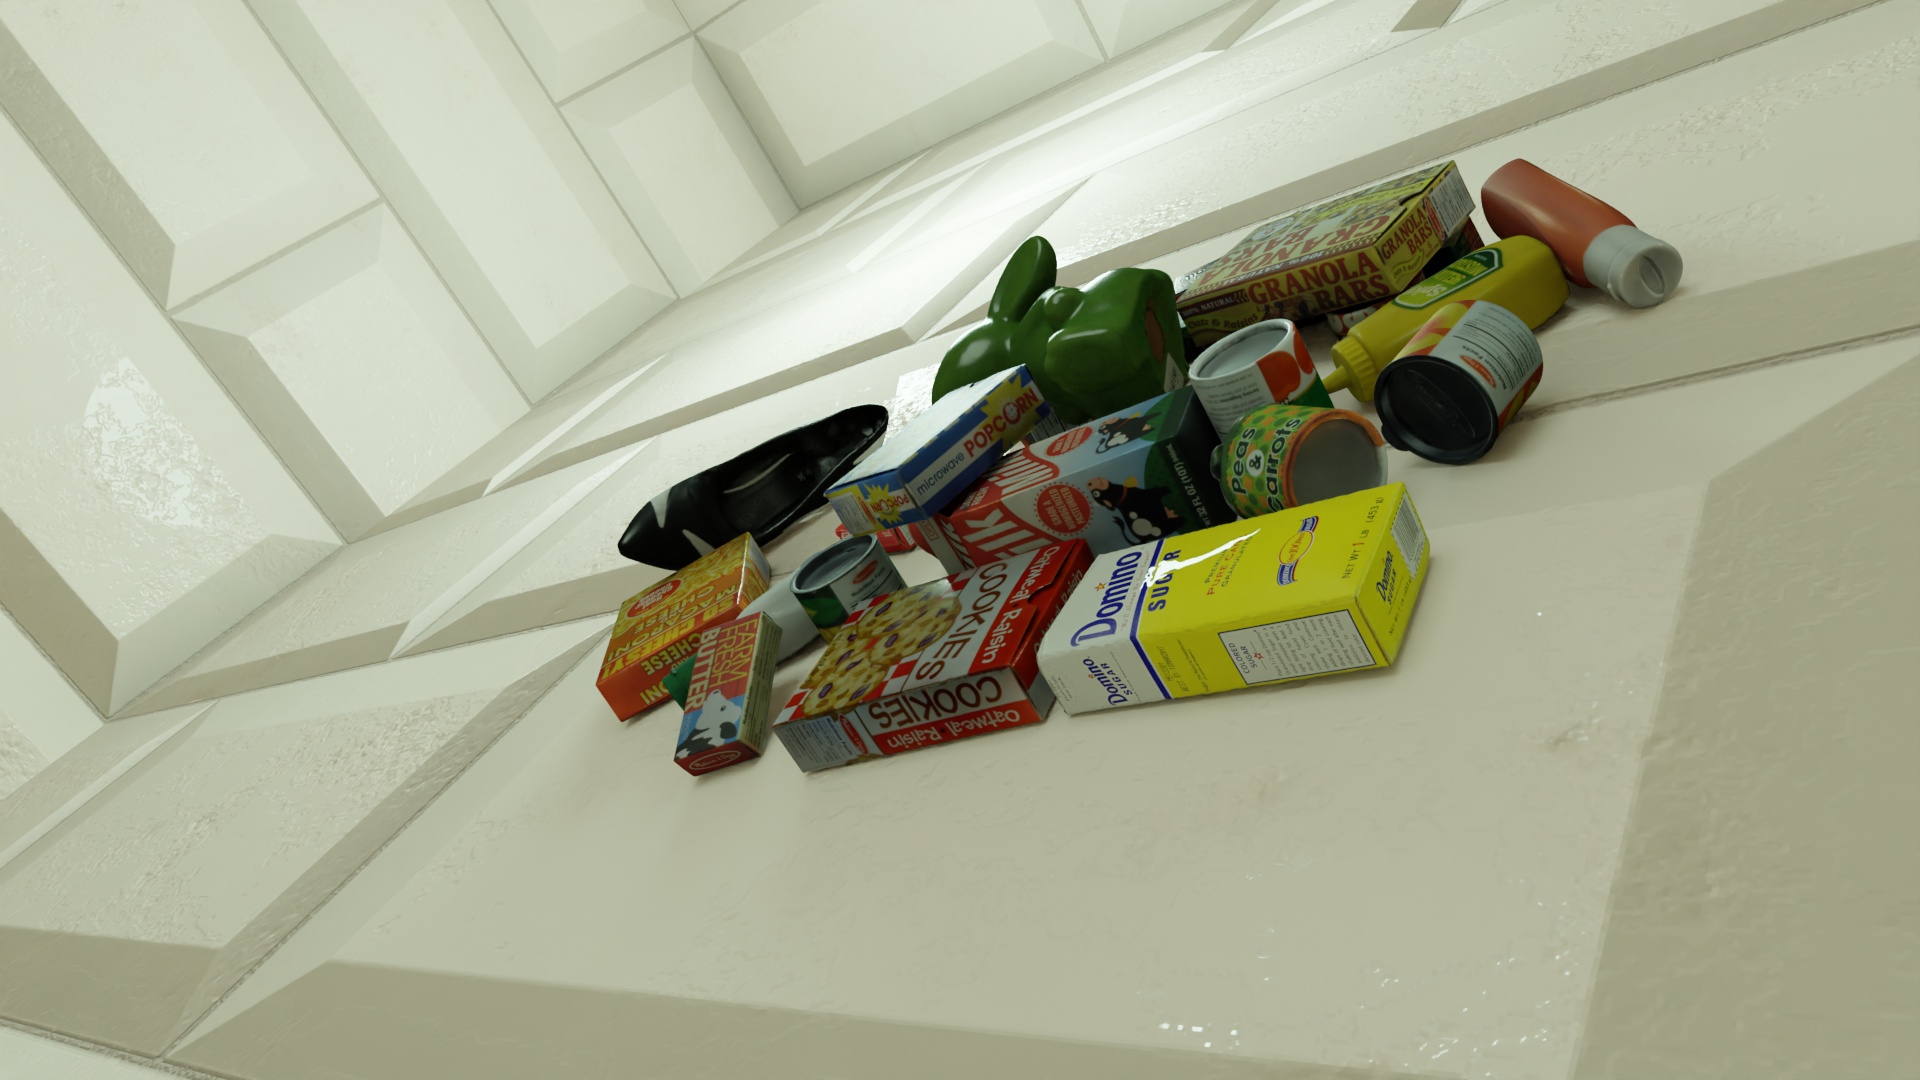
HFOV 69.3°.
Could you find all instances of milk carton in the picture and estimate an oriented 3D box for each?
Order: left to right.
[{"bbox_3d":[0.064,-0.018,0.830,0.190,0.072,0.074,-20,21,28],"label":"milk carton"}]

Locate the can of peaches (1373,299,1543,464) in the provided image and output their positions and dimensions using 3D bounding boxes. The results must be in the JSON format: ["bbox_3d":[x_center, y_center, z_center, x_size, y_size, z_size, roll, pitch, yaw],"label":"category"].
[{"bbox_3d":[0.256,-0.081,0.718,0.058,0.071,0.071,-43,23,-30],"label":"can of peaches"}]

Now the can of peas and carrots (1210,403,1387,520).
[{"bbox_3d":[0.176,-0.038,0.721,0.071,0.070,0.059,-37,21,-16],"label":"can of peas and carrots"}]

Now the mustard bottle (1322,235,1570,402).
[{"bbox_3d":[0.271,-0.121,0.813,0.160,0.048,0.065,-30,18,4],"label":"mustard bottle"}]

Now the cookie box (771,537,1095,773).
[{"bbox_3d":[-0.011,0.064,0.787,0.167,0.040,0.123,-17,24,33],"label":"cookie box"}]

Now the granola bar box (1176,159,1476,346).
[{"bbox_3d":[0.243,-0.192,0.939,0.165,0.039,0.125,-9,28,51],"label":"granola bar box"}]

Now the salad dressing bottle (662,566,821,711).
[{"bbox_3d":[-0.136,0.065,0.960,0.148,0.044,0.064,-37,23,-11],"label":"salad dressing bottle"}]

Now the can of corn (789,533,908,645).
[{"bbox_3d":[-0.070,0.036,0.911,0.071,0.058,0.071,-27,20,11],"label":"can of corn"}]

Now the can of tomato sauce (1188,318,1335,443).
[{"bbox_3d":[0.177,-0.075,0.788,0.071,0.083,0.071,-27,20,11],"label":"can of tomato sauce"}]

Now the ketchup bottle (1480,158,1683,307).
[{"bbox_3d":[0.359,-0.175,0.806,0.043,0.064,0.149,-40,27,13],"label":"ketchup bottle"}]

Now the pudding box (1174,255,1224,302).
[{"bbox_3d":[0.217,-0.212,1.132,0.083,0.030,0.050,-22,21,23],"label":"pudding box"}]

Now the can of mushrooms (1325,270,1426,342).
[{"bbox_3d":[0.274,-0.149,0.898,0.071,0.033,0.071,-27,20,10],"label":"can of mushrooms"}]

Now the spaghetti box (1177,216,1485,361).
[{"bbox_3d":[0.248,-0.175,1.005,0.249,0.028,0.050,-12,26,41],"label":"spaghetti box"}]

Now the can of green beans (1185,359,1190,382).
[{"bbox_3d":[0.130,-0.135,1.033,0.071,0.057,0.071,-27,20,11],"label":"can of green beans"}]

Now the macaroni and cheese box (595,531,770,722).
[{"bbox_3d":[-0.209,0.063,1.073,0.124,0.040,0.167,-29,19,4],"label":"macaroni and cheese box"}]

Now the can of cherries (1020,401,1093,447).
[{"bbox_3d":[0.066,-0.100,1.027,0.058,0.071,0.071,-34,20,-4],"label":"can of cherries"}]

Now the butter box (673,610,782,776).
[{"bbox_3d":[-0.146,0.096,0.882,0.053,0.024,0.104,-20,42,24],"label":"butter box"}]

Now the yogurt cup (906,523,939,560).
[{"bbox_3d":[0.003,-0.011,0.916,0.072,0.072,0.054,-33,28,-5],"label":"yogurt cup"}]

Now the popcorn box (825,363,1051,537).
[{"bbox_3d":[-0.014,-0.055,0.867,0.127,0.038,0.085,-42,16,-33],"label":"popcorn box"}]
